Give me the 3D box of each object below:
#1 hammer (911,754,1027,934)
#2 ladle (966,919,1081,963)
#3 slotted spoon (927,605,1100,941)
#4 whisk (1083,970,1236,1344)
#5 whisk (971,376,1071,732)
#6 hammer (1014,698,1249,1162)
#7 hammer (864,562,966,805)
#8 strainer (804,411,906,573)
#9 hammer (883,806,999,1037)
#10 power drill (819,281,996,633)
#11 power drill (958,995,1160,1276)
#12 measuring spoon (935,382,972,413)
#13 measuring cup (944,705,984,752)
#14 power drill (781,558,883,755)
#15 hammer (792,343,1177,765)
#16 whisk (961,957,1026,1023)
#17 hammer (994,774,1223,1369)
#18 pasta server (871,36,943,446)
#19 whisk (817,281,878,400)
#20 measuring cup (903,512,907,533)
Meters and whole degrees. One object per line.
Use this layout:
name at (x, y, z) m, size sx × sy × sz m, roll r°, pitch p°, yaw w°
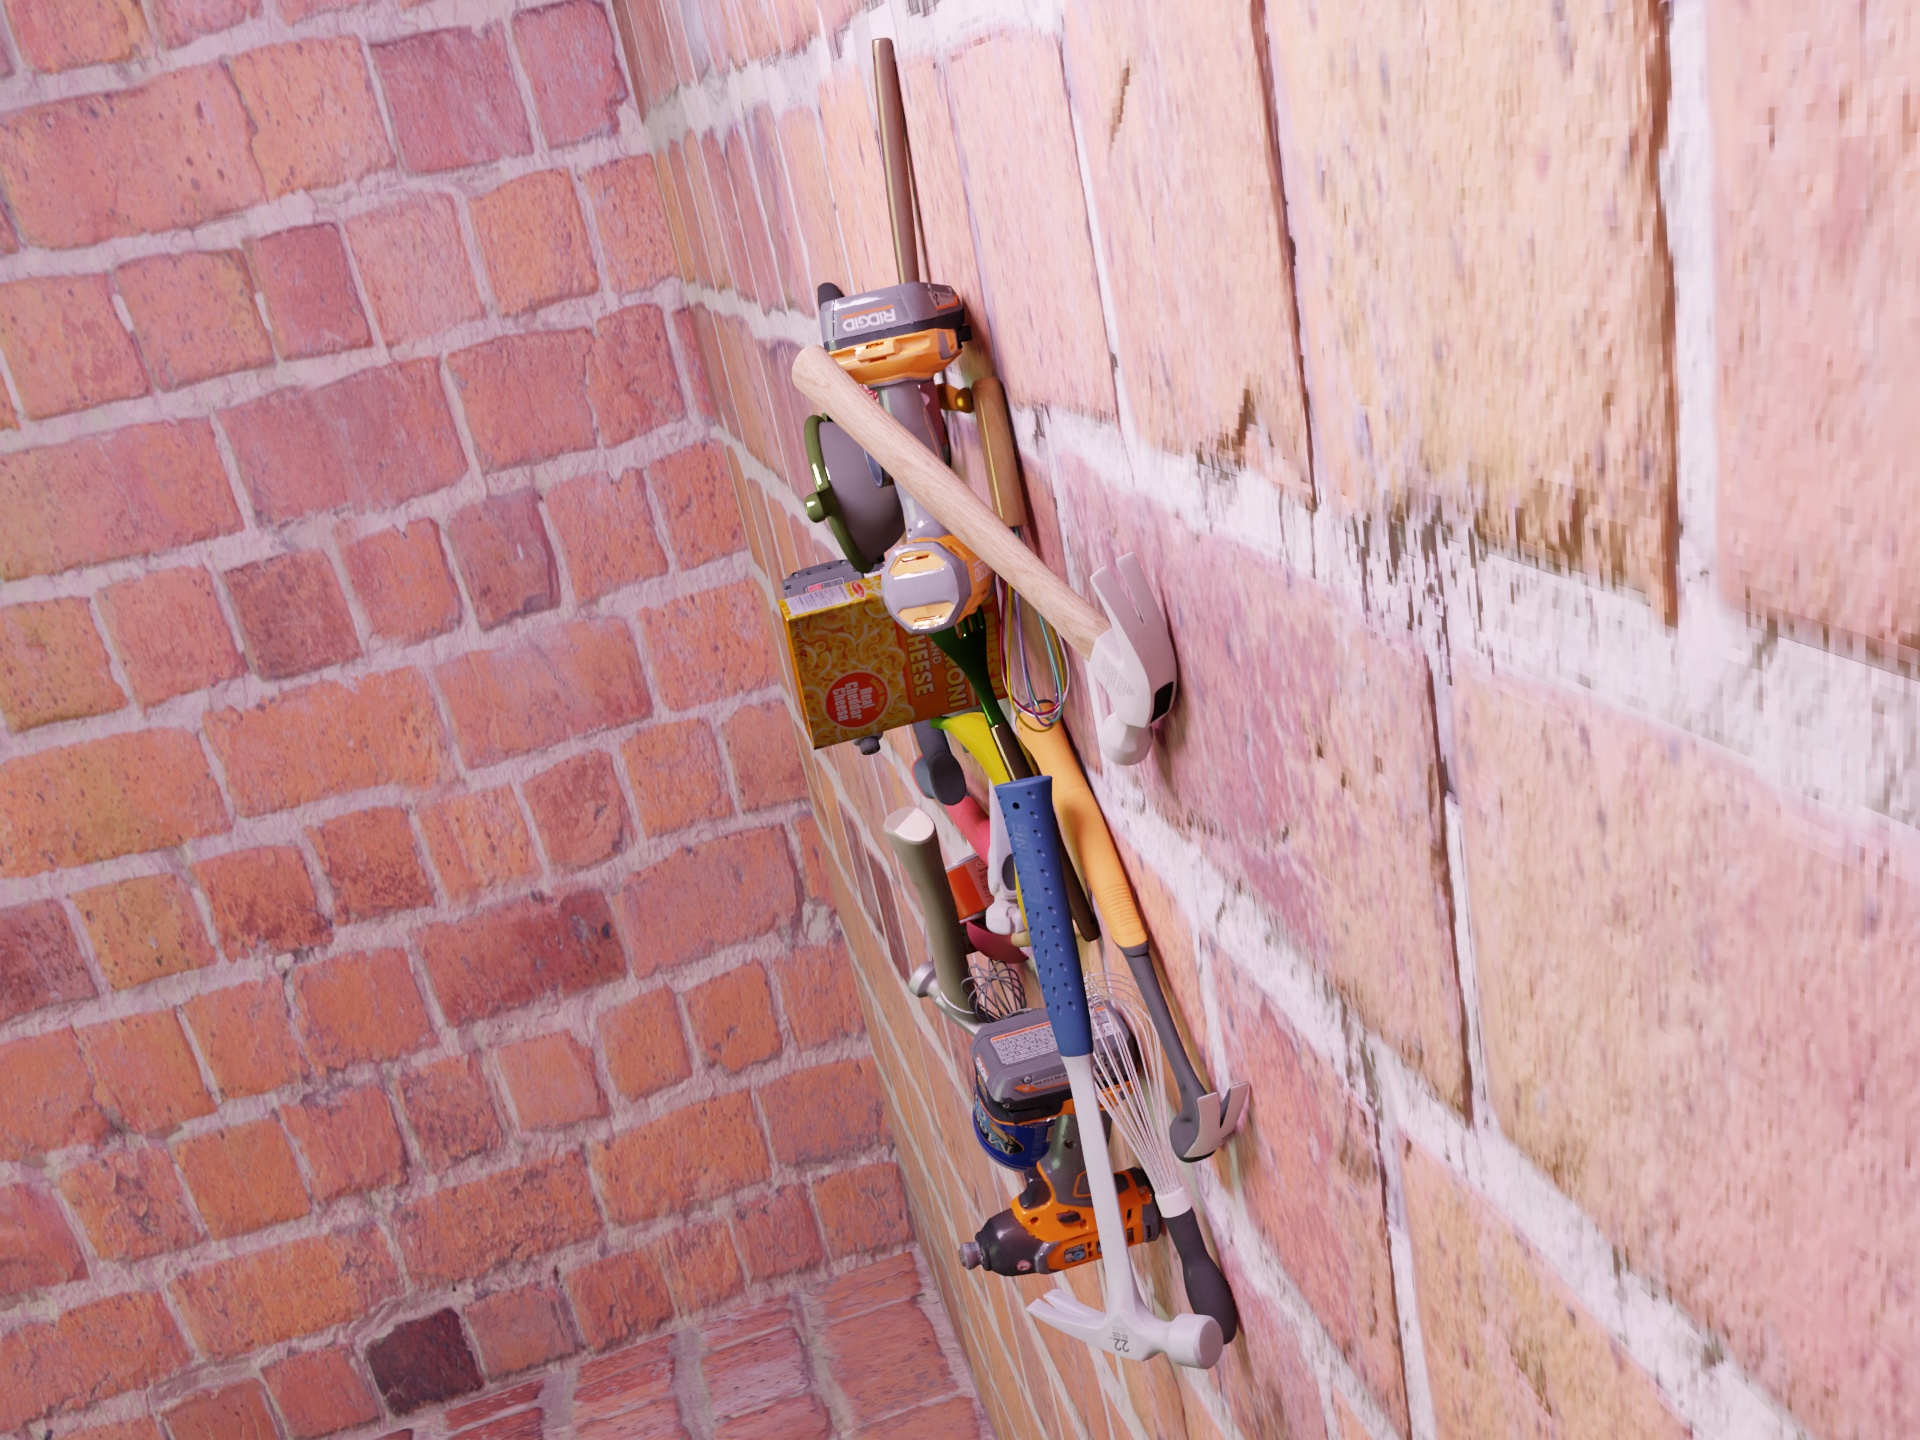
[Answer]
hammer at (0.004, 0.071, 1.493) m, size 0.386 × 0.038 × 0.143 m, roll -135°, pitch 43°, yaw -73°
ladle at (0.060, 0.192, 1.406) m, size 0.069 × 0.031 × 0.315 m, roll 30°, pitch 164°, yaw -6°
slotted spoon at (0.040, 0.025, 1.212) m, size 0.031 × 0.070 × 0.314 m, roll -20°, pitch 96°, yaw 40°
whisk at (0.140, 0.313, 1.136) m, size 0.070 × 0.070 × 0.284 m, roll 162°, pitch 88°, yaw -79°
whisk at (0.037, -0.111, 1.085) m, size 0.051 × 0.047 × 0.245 m, roll -152°, pitch 51°, yaw -77°
hammer at (0.107, 0.126, 1.085) m, size 0.127 × 0.034 × 0.337 m, roll 92°, pitch 159°, yaw -61°
hammer at (-0.046, -0.022, 1.546) m, size 0.409 × 0.036 × 0.149 m, roll -114°, pitch 11°, yaw -64°
strainer at (-0.087, -0.203, 1.394) m, size 0.256 × 0.069 × 0.151 m, roll -74°, pitch -35°, yaw -77°
hammer at (-0.007, 0.199, 1.460) m, size 0.146 × 0.038 × 0.410 m, roll 32°, pitch 157°, yaw 24°
power drill at (-0.021, -0.183, 1.111) m, size 0.185 × 0.084 × 0.226 m, roll -44°, pitch -56°, yaw -71°
power drill at (0.068, 0.340, 1.249) m, size 0.084 × 0.164 × 0.226 m, roll -124°, pitch 23°, yaw -60°
measuring spoon at (-0.011, -0.245, 1.210) m, size 0.117 × 0.011 × 0.021 m, roll -138°, pitch 33°, yaw -70°
measuring cup at (-0.002, -0.005, 1.434) m, size 0.167 × 0.038 × 0.083 m, roll 103°, pitch 150°, yaw -64°
power drill at (-0.113, -0.057, 1.574) m, size 0.219 × 0.078 × 0.143 m, roll 84°, pitch 170°, yaw -71°
hammer at (0.008, -0.120, 0.956) m, size 0.331 × 0.031 × 0.130 m, roll 46°, pitch 153°, yaw 22°
whisk at (0.050, 0.286, 1.480) m, size 0.238 × 0.055 × 0.055 m, roll 65°, pitch 180°, yaw -51°
hammer at (0.077, 0.240, 1.097) m, size 0.144 × 0.035 × 0.405 m, roll -10°, pitch 92°, yaw 41°
pasta server at (-0.046, -0.331, 1.172) m, size 0.060 × 0.040 × 0.316 m, roll -139°, pitch 37°, yaw -56°
whisk at (-0.103, -0.343, 1.430) m, size 0.296 × 0.073 × 0.073 m, roll -111°, pitch 10°, yaw -57°
measuring cup at (-0.040, -0.217, 1.391) m, size 0.062 × 0.029 × 0.157 m, roll 88°, pitch 175°, yaw -55°
